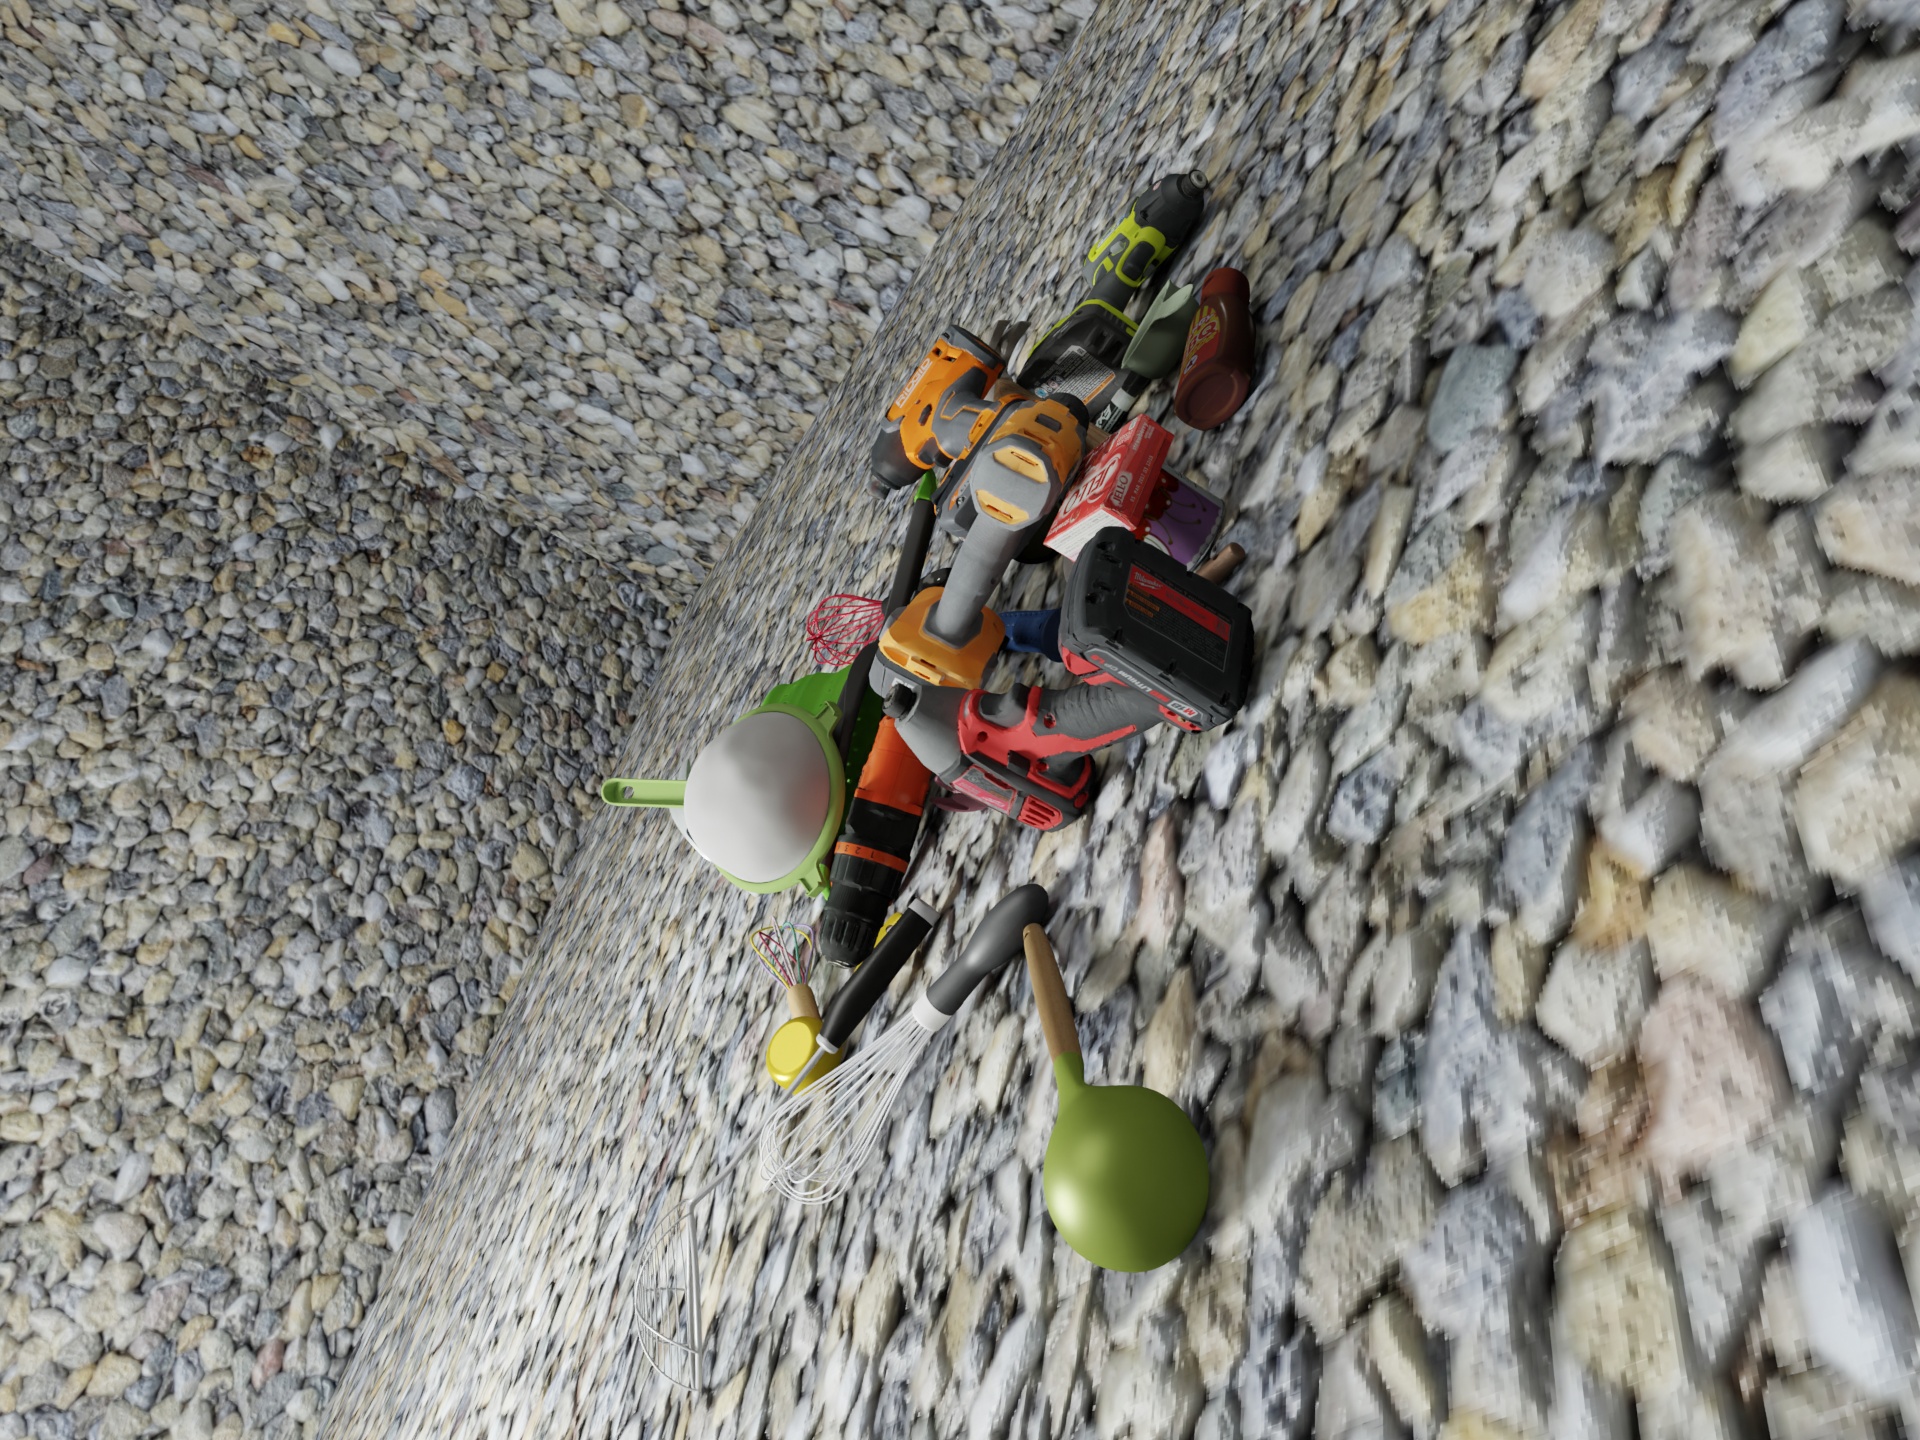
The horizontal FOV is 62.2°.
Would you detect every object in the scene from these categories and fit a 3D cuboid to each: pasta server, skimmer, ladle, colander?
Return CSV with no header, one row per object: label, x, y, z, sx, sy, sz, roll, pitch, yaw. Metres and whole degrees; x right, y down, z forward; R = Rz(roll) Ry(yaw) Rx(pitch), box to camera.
pasta server,0.079,-0.024,1.071,0.316,0.040,0.060,-45,22,41
skimmer,-0.109,0.293,1.116,0.363,0.090,0.127,-53,8,-9
ladle,0.062,0.168,0.803,0.078,0.062,0.320,-60,9,9
colander,-0.103,-0.045,1.363,0.204,0.094,0.397,78,-156,-69

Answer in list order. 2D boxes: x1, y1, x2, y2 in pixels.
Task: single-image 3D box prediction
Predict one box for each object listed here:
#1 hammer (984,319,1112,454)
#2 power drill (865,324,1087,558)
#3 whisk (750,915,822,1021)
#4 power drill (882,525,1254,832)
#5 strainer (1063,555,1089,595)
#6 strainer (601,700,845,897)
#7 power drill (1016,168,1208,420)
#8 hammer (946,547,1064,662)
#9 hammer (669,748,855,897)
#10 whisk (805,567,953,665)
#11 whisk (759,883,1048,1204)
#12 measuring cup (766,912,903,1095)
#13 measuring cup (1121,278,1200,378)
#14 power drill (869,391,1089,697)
hammer,0.079,-0.249,1.325,0.332,0.031,0.130,-132,44,-58
power drill,-0.001,-0.220,1.311,0.164,0.084,0.227,-53,35,13
whisk,-0.140,0.220,1.320,0.051,0.047,0.245,-58,19,6
power drill,0.056,-0.015,0.938,0.219,0.143,0.079,-38,29,49
strainer,0.101,-0.142,1.216,0.259,0.050,0.086,-88,17,-65
strainer,-0.209,0.056,1.262,0.256,0.069,0.151,0,81,35
power drill,0.145,-0.392,1.449,0.171,0.080,0.223,-34,27,60
hammer,0.024,-0.082,1.349,0.144,0.035,0.405,-62,16,-4
hammer,-0.163,0.060,1.458,0.033,0.128,0.331,-51,-4,21
whisk,-0.075,-0.103,1.532,0.296,0.073,0.073,-16,46,59
whisk,-0.037,0.205,1.008,0.284,0.070,0.070,-50,18,18
measuring cup,-0.092,0.206,1.188,0.062,0.029,0.156,22,76,46
measuring cup,0.172,-0.313,1.254,0.083,0.038,0.167,-62,8,-1
power drill,0.025,-0.128,1.148,0.226,0.084,0.185,-64,-2,30
